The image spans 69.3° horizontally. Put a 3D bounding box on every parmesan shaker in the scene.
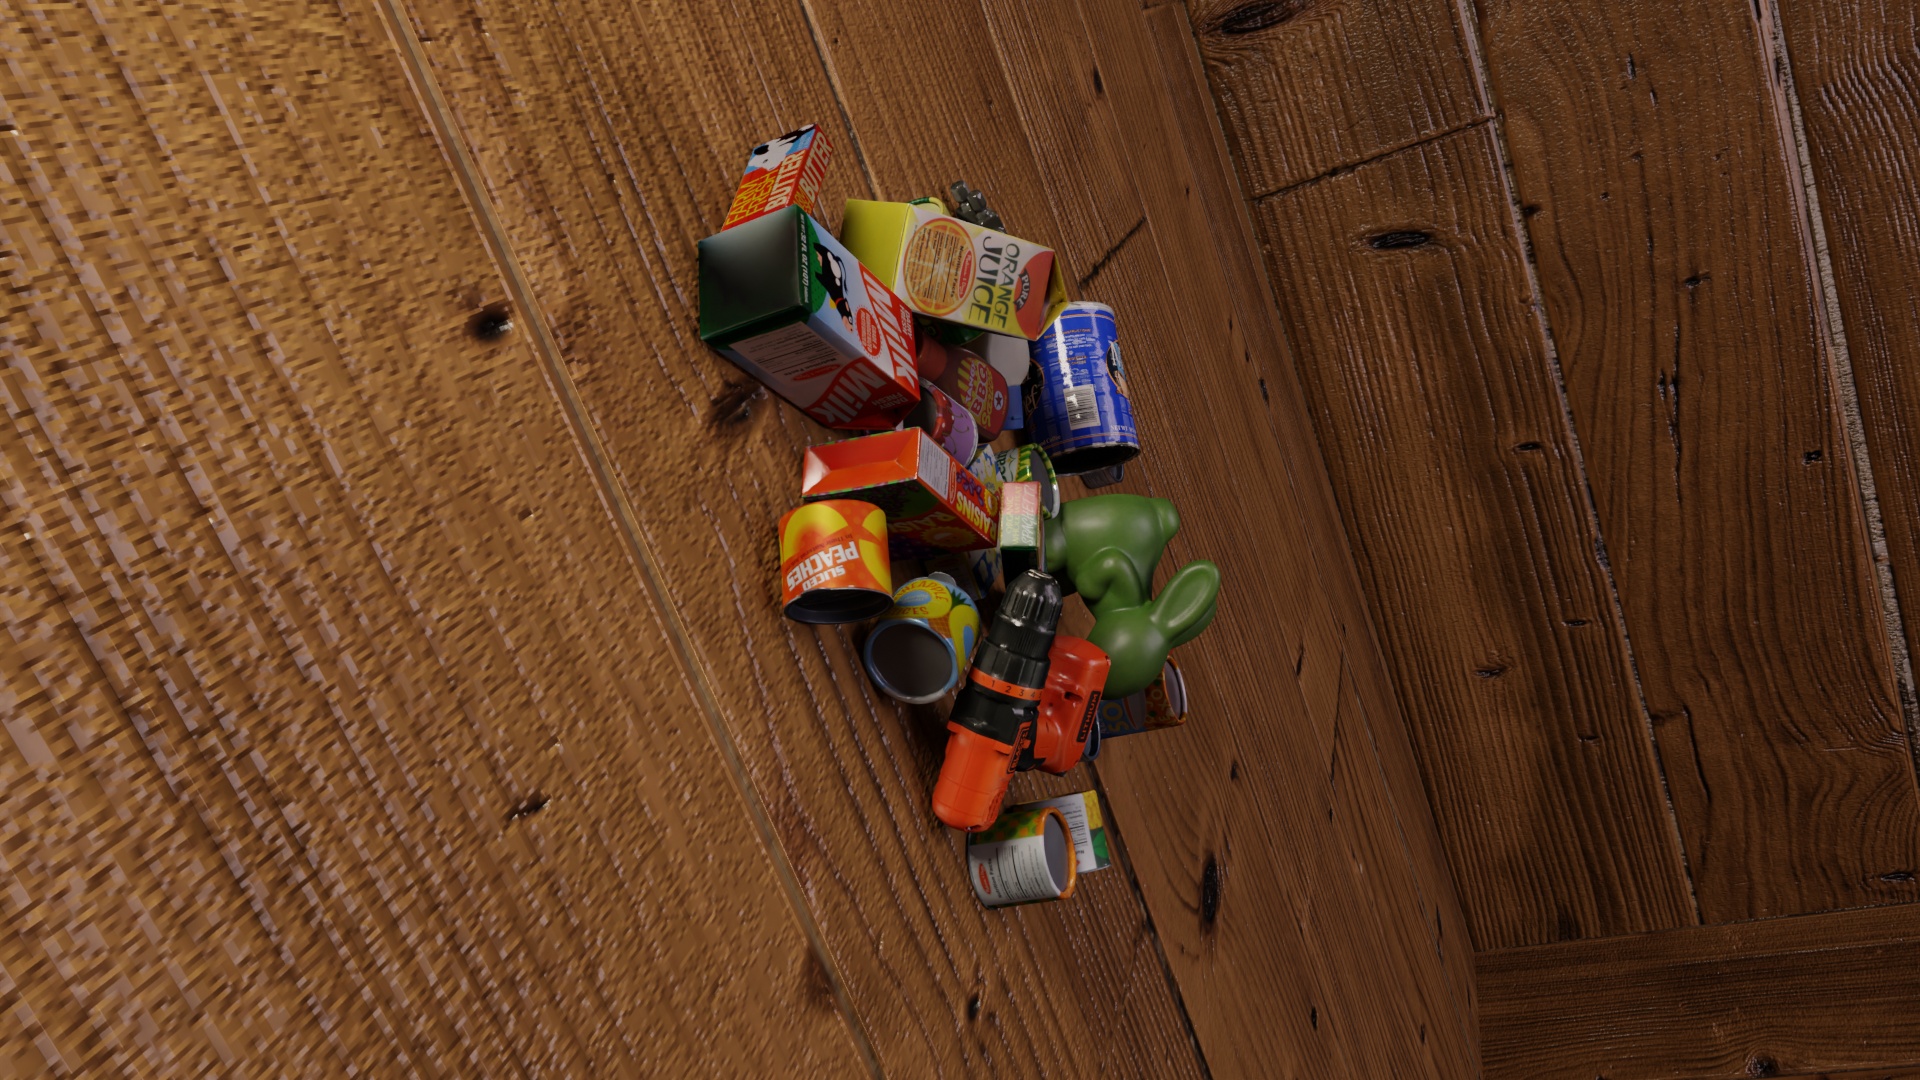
[{"bbox_3d":[-0.020,-0.215,1.109,0.102,0.071,0.072,55,30,-39],"label":"parmesan shaker"}]

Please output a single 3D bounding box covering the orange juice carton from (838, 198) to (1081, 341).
[{"bbox_3d":[0.003,-0.196,1.032,0.193,0.072,0.073,5,99,-45],"label":"orange juice carton"}]

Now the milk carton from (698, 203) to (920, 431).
[{"bbox_3d":[-0.084,-0.131,0.895,0.190,0.073,0.072,34,45,-58],"label":"milk carton"}]

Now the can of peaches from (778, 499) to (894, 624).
[{"bbox_3d":[-0.076,0.013,0.833,0.071,0.071,0.058,33,47,-59],"label":"can of peaches"}]

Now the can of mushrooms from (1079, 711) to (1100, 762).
[{"bbox_3d":[0.092,0.154,1.182,0.071,0.033,0.071,45,38,-50],"label":"can of mushrooms"}]

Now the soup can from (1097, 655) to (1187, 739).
[{"bbox_3d":[0.157,0.144,1.274,0.071,0.083,0.071,45,37,-50],"label":"soup can"}]

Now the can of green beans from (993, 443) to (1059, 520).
[{"bbox_3d":[0.044,-0.043,1.159,0.071,0.058,0.071,46,36,-49],"label":"can of green beans"}]

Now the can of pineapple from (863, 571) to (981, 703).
[{"bbox_3d":[-0.025,0.065,0.919,0.070,0.071,0.058,67,24,-19],"label":"can of pineapple"}]

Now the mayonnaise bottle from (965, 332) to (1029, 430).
[{"bbox_3d":[0.030,-0.169,1.196,0.065,0.041,0.148,-11,99,-43],"label":"mayonnaise bottle"}]

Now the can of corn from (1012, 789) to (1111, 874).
[{"bbox_3d":[0.077,0.225,1.063,0.071,0.071,0.058,11,67,-66],"label":"can of corn"}]

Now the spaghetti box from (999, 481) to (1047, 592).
[{"bbox_3d":[0.050,0.025,1.050,0.249,0.029,0.050,77,15,-70],"label":"spaghetti box"}]

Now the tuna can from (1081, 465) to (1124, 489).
[{"bbox_3d":[0.144,-0.091,1.455,0.071,0.033,0.071,46,36,-50],"label":"tuna can"}]

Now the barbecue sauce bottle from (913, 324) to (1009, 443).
[{"bbox_3d":[-0.011,-0.127,1.100,0.148,0.043,0.065,30,66,-59],"label":"barbecue sauce bottle"}]

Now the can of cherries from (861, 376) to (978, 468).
[{"bbox_3d":[-0.029,-0.076,0.998,0.058,0.071,0.071,31,48,-59],"label":"can of cherries"}]

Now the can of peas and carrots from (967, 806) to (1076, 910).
[{"bbox_3d":[0.046,0.226,0.996,0.070,0.058,0.071,46,37,-50],"label":"can of peas and carrots"}]

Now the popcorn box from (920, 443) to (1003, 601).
[{"bbox_3d":[0.004,-0.013,1.072,0.085,0.038,0.127,69,23,-16],"label":"popcorn box"}]

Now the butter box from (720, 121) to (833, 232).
[{"bbox_3d":[-0.118,-0.228,0.901,0.024,0.053,0.104,55,30,-37],"label":"butter box"}]

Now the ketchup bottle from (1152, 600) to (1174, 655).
[{"bbox_3d":[0.181,0.107,1.404,0.149,0.043,0.064,-31,104,-67],"label":"ketchup bottle"}]

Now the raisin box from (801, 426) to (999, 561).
[{"bbox_3d":[-0.037,-0.028,0.923,0.123,0.086,0.040,40,47,-55],"label":"raisin box"}]
